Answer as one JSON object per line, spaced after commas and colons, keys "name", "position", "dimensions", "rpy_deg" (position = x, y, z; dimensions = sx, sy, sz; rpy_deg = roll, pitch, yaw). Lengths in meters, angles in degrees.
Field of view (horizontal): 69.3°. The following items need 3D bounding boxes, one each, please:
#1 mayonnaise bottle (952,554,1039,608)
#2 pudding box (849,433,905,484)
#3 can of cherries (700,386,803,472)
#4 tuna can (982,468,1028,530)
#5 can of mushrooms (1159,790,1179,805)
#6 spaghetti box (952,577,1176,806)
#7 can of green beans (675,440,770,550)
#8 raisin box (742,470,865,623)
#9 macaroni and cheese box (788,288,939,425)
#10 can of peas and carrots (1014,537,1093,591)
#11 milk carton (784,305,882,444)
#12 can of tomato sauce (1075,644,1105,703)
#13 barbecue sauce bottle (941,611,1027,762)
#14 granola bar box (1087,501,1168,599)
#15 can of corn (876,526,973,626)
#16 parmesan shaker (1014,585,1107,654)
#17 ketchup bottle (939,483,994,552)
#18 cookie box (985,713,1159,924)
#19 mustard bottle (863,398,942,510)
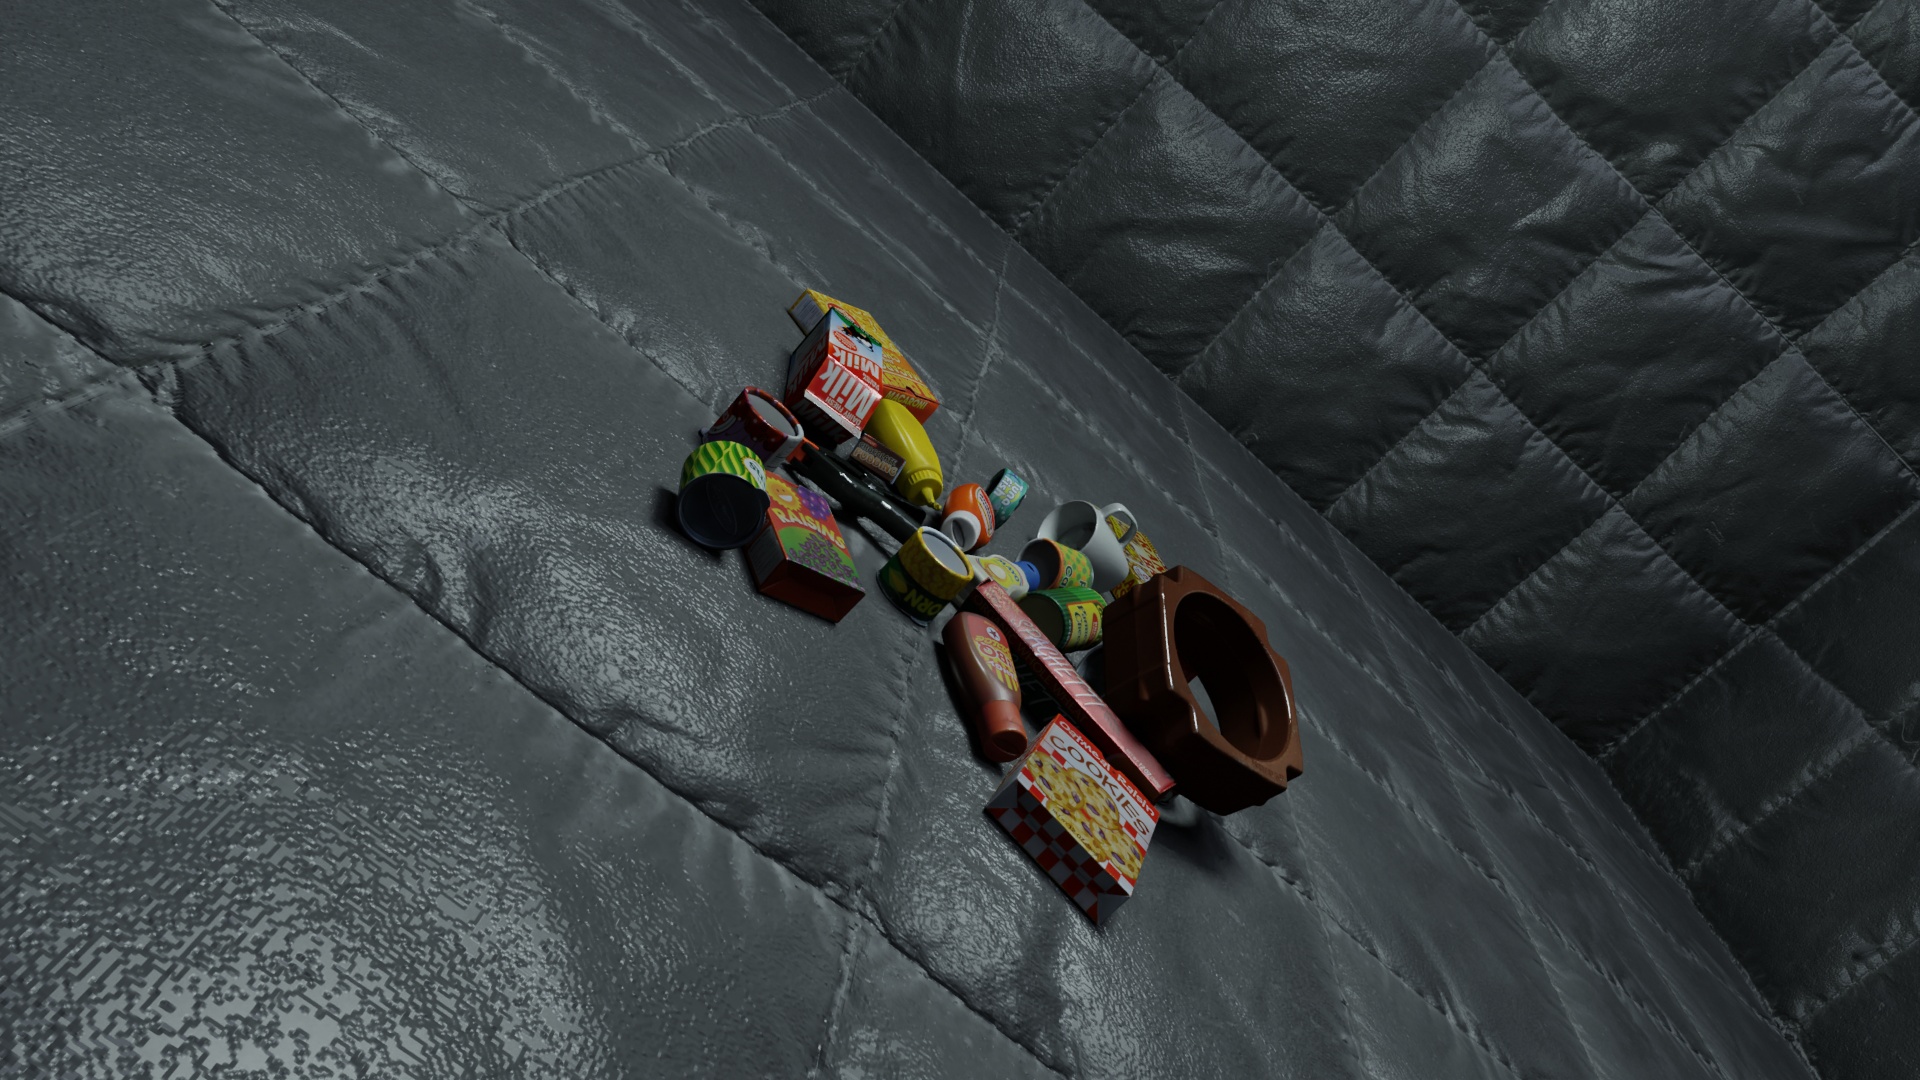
{"name": "mayonnaise bottle", "position": [0.035, 0.041, 1.368], "dimensions": [0.065, 0.041, 0.148], "rpy_deg": [48, 20, 16]}
{"name": "pudding box", "position": [-0.081, -0.079, 1.363], "dimensions": [0.049, 0.030, 0.084], "rpy_deg": [33, 1, -3]}
{"name": "can of cherries", "position": [-0.179, -0.091, 1.189], "dimensions": [0.071, 0.058, 0.072], "rpy_deg": [39, 19, -16]}
{"name": "tuna can", "position": [0.043, -0.046, 1.530], "dimensions": [0.033, 0.071, 0.071], "rpy_deg": [38, 19, -11]}
{"name": "can of mushrooms", "position": [0.187, 0.215, 1.318], "dimensions": [0.071, 0.033, 0.071], "rpy_deg": [39, 19, -16]}
{"name": "spaghetti box", "position": [0.088, 0.140, 1.239], "dimensions": [0.250, 0.050, 0.029], "rpy_deg": [48, 38, 17]}
{"name": "can of green beans", "position": [-0.181, -0.035, 1.054], "dimensions": [0.071, 0.071, 0.058], "rpy_deg": [36, 20, -23]}
{"name": "raisin box", "position": [-0.134, 0.001, 1.115], "dimensions": [0.086, 0.040, 0.124], "rpy_deg": [26, 25, -40]}
{"name": "macaroni and cheese box", "position": [-0.111, -0.213, 1.618], "dimensions": [0.167, 0.040, 0.124], "rpy_deg": [53, 21, 25]}
{"name": "can of peas and carrots", "position": [0.099, 0.037, 1.470], "dimensions": [0.058, 0.070, 0.071], "rpy_deg": [22, 28, -47]}
{"name": "milk carton", "position": [-0.129, -0.164, 1.425], "dimensions": [0.072, 0.073, 0.191], "rpy_deg": [37, 20, -20]}
{"name": "can of tomato sauce", "position": [0.159, 0.151, 1.353], "dimensions": [0.083, 0.071, 0.071], "rpy_deg": [34, 21, -28]}
{"name": "barbecue sauce bottle", "position": [0.024, 0.124, 1.166], "dimensions": [0.065, 0.043, 0.149], "rpy_deg": [34, 21, -29]}
{"name": "granola bar box", "position": [0.219, 0.036, 1.760], "dimensions": [0.124, 0.039, 0.166], "rpy_deg": [27, 24, -38]}
{"name": "can of corn", "position": [-0.030, 0.032, 1.232], "dimensions": [0.071, 0.058, 0.071], "rpy_deg": [38, 19, -16]}
{"name": "parmesan shaker", "position": [0.096, 0.083, 1.369], "dimensions": [0.071, 0.071, 0.103], "rpy_deg": [50, 22, 19]}
{"name": "ketchup bottle", "position": [0.005, -0.017, 1.391], "dimensions": [0.149, 0.043, 0.064], "rpy_deg": [-56, 129, -78]}
{"name": "cookie box", "position": [0.095, 0.217, 1.116], "dimensions": [0.123, 0.040, 0.168], "rpy_deg": [45, 18, 4]}
{"name": "mustard bottle", "position": [-0.053, -0.082, 1.442], "dimensions": [0.065, 0.048, 0.161], "rpy_deg": [30, 24, -42]}
